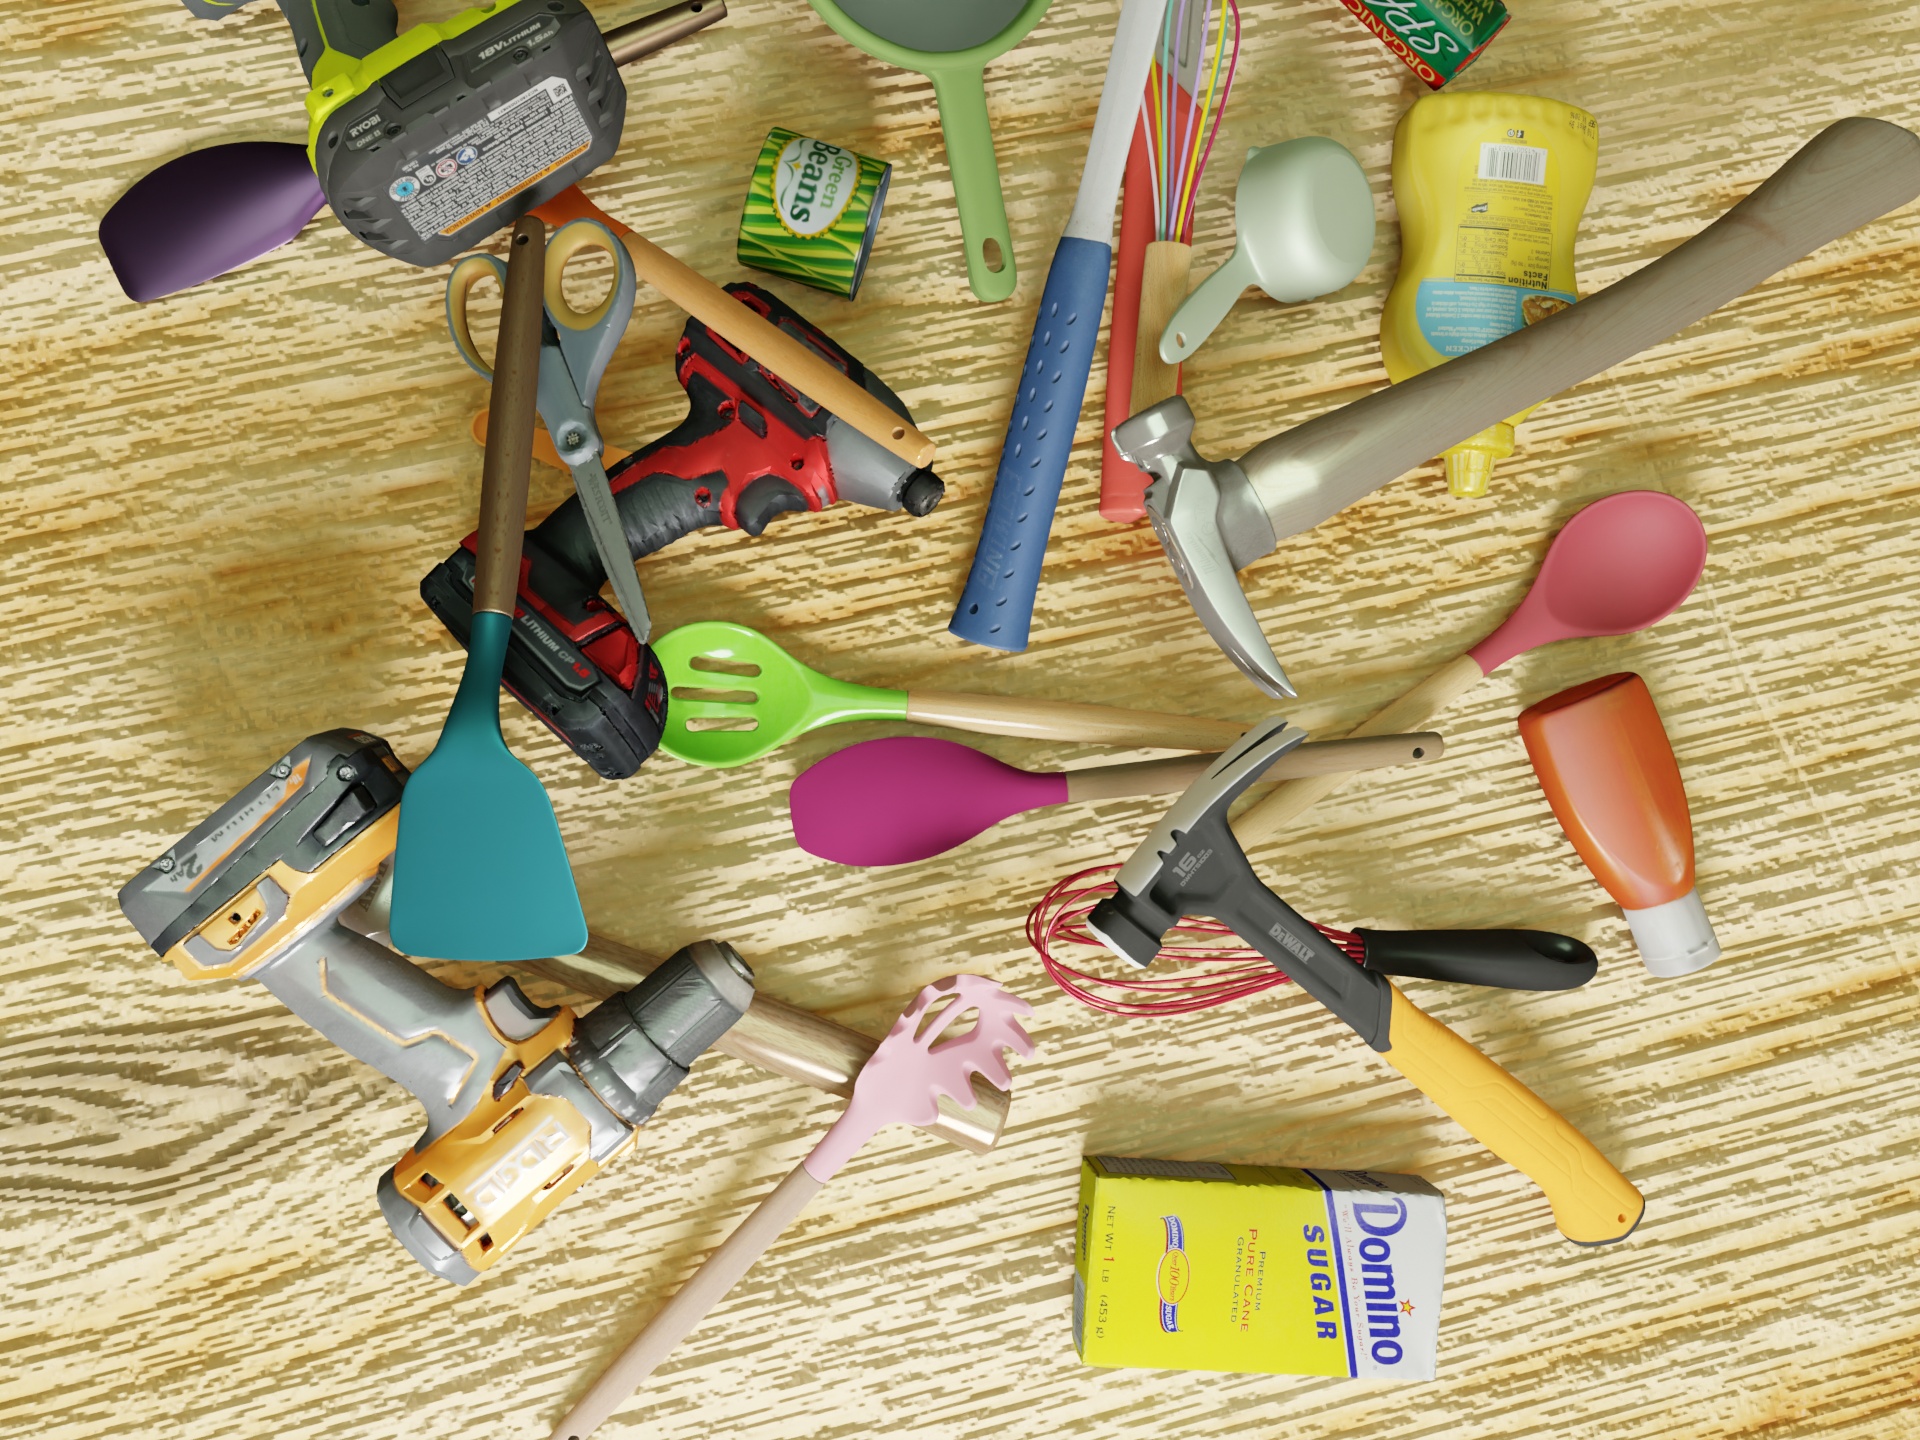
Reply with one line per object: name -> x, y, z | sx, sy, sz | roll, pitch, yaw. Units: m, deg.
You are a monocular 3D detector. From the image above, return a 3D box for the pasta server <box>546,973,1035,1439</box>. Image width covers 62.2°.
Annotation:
pasta server -> -0.085, 0.232, 0.736 | 0.060, 0.040, 0.316 | 41, 95, -20

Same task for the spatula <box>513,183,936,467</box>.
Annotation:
spatula -> -0.137, -0.205, 0.713 | 0.323, 0.041, 0.081 | 37, 89, 19

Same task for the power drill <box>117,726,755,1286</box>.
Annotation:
power drill -> -0.219, 0.106, 0.695 | 0.185, 0.084, 0.226 | -40, 98, -5

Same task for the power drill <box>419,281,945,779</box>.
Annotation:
power drill -> -0.118, -0.087, 0.720 | 0.143, 0.078, 0.220 | 40, 76, 13

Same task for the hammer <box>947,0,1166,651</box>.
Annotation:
hammer -> 0.065, -0.229, 0.728 | 0.144, 0.035, 0.405 | 21, 103, 34

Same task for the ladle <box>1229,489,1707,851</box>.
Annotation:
ladle -> 0.238, -0.011, 0.799 | 0.315, 0.031, 0.069 | -35, 90, -3

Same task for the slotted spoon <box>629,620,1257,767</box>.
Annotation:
slotted spoon -> -0.001, -0.002, 0.775 | 0.313, 0.031, 0.070 | 5, 89, -7

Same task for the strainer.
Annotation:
strainer -> -0.017, -0.330, 0.767 | 0.151, 0.069, 0.256 | -17, 105, -20

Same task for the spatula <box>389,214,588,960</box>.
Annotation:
spatula -> -0.188, -0.063, 0.656 | 0.082, 0.044, 0.318 | -2, 73, 8

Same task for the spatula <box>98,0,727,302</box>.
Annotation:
spatula -> -0.258, -0.284, 0.759 | 0.316, 0.018, 0.060 | -24, 89, -5

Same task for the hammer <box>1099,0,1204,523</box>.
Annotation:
hammer -> 0.091, -0.278, 0.784 | 0.149, 0.037, 0.359 | 6, 88, -5

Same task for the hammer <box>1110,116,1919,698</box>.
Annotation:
hammer -> 0.279, -0.162, 0.741 | 0.410, 0.038, 0.146 | -28, 94, -6

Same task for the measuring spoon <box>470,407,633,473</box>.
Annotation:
measuring spoon -> -0.179, -0.125, 0.770 | 0.117, 0.011, 0.021 | 18, 82, -8

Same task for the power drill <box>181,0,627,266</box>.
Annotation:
power drill -> -0.252, -0.329, 0.709 | 0.171, 0.080, 0.223 | -33, 72, -4

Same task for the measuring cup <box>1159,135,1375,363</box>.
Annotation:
measuring cup -> 0.146, -0.216, 0.746 | 0.168, 0.038, 0.083 | -49, 121, -34

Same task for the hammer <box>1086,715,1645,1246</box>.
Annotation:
hammer -> 0.216, 0.143, 0.746 | 0.336, 0.034, 0.127 | 40, 90, -19

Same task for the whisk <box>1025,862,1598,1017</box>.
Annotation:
whisk -> 0.175, 0.112, 0.776 | 0.295, 0.073, 0.073 | 4, 89, -11

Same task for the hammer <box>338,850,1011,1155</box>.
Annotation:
hammer -> -0.132, 0.131, 0.757 | 0.331, 0.031, 0.130 | 22, 87, -5

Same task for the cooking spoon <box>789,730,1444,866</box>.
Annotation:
cooking spoon -> 0.077, 0.029, 0.770 | 0.319, 0.017, 0.068 | -7, 113, -3

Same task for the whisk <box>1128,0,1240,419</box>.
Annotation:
whisk -> 0.099, -0.244, 0.750 | 0.047, 0.051, 0.245 | 7, 92, 28
